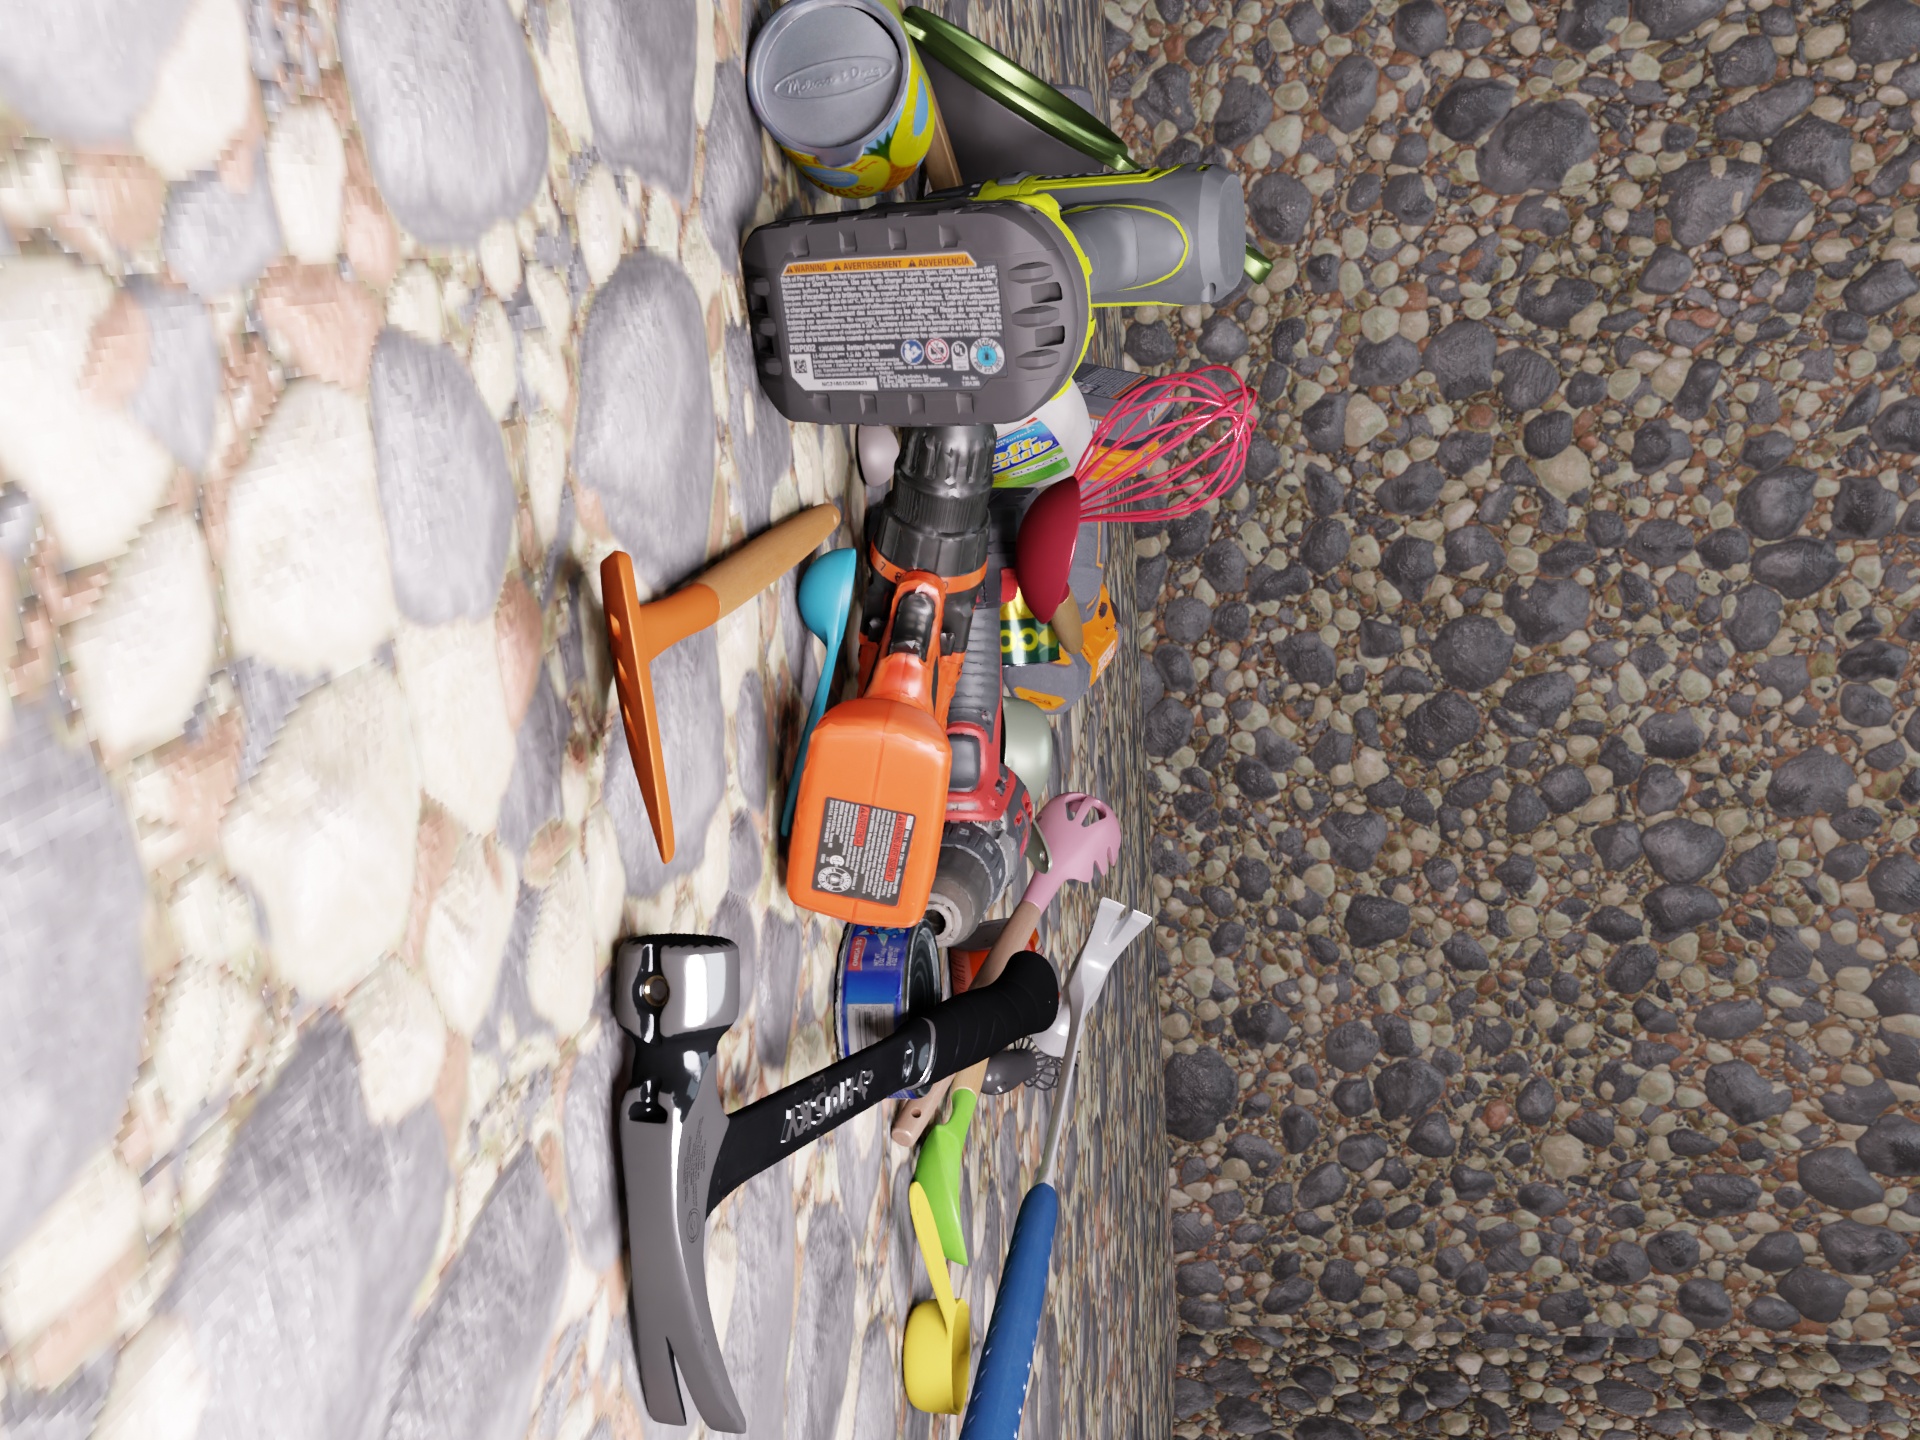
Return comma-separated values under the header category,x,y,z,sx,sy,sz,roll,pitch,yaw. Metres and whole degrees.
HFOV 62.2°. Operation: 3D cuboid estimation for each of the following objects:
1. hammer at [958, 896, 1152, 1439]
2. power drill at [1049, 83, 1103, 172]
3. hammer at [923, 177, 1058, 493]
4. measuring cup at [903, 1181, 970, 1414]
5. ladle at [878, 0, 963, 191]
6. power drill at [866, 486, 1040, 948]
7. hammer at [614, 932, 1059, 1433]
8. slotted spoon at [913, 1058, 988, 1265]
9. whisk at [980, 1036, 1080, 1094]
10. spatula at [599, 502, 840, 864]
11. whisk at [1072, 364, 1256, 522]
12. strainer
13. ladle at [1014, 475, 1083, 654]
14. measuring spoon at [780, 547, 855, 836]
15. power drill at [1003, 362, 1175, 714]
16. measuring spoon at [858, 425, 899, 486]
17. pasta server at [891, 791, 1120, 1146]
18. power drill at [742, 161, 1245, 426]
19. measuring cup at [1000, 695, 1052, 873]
category,x,y,z,sx,sy,sz,roll,pitch,yaw
hammer,0.048,0.260,0.906,0.406,0.035,0.144,-68,-179,-57
power drill,0.075,-0.389,1.340,0.185,0.084,0.226,42,51,-77
hammer,0.040,-0.216,1.128,0.410,0.038,0.146,61,30,-59
measuring cup,-0.021,0.290,0.806,0.062,0.029,0.156,-76,159,-57
ladle,-0.004,-0.312,0.843,0.319,0.062,0.078,68,30,-47
power drill,-0.001,-0.003,0.843,0.188,0.080,0.226,-57,147,-72
hammer,-0.024,0.143,0.639,0.408,0.036,0.149,5,85,-72
slotted spoon,0.005,0.217,0.963,0.314,0.031,0.070,-69,149,-70
whisk,0.046,0.244,1.135,0.239,0.055,0.055,27,61,-74
spatula,-0.073,-0.044,0.540,0.323,0.041,0.081,-63,149,-72
whisk,0.067,-0.123,0.899,0.296,0.073,0.073,-25,-119,58
strainer,0.060,-0.313,0.922,0.069,0.256,0.151,-54,177,24
ladle,0.054,-0.066,0.857,0.315,0.031,0.069,46,54,-81
measuring spoon,-0.066,-0.014,0.656,0.042,0.021,0.129,100,2,-68
power drill,0.093,-0.133,1.139,0.164,0.084,0.226,-47,148,-62
measuring spoon,-0.042,-0.180,0.801,0.034,0.018,0.124,7,81,-80
pasta server,0.029,0.133,0.928,0.316,0.060,0.040,-55,164,-49
power drill,0.004,-0.192,0.680,0.228,0.190,0.080,-46,135,-56
measuring cup,0.044,0.045,0.996,0.168,0.038,0.083,-116,-143,-55
